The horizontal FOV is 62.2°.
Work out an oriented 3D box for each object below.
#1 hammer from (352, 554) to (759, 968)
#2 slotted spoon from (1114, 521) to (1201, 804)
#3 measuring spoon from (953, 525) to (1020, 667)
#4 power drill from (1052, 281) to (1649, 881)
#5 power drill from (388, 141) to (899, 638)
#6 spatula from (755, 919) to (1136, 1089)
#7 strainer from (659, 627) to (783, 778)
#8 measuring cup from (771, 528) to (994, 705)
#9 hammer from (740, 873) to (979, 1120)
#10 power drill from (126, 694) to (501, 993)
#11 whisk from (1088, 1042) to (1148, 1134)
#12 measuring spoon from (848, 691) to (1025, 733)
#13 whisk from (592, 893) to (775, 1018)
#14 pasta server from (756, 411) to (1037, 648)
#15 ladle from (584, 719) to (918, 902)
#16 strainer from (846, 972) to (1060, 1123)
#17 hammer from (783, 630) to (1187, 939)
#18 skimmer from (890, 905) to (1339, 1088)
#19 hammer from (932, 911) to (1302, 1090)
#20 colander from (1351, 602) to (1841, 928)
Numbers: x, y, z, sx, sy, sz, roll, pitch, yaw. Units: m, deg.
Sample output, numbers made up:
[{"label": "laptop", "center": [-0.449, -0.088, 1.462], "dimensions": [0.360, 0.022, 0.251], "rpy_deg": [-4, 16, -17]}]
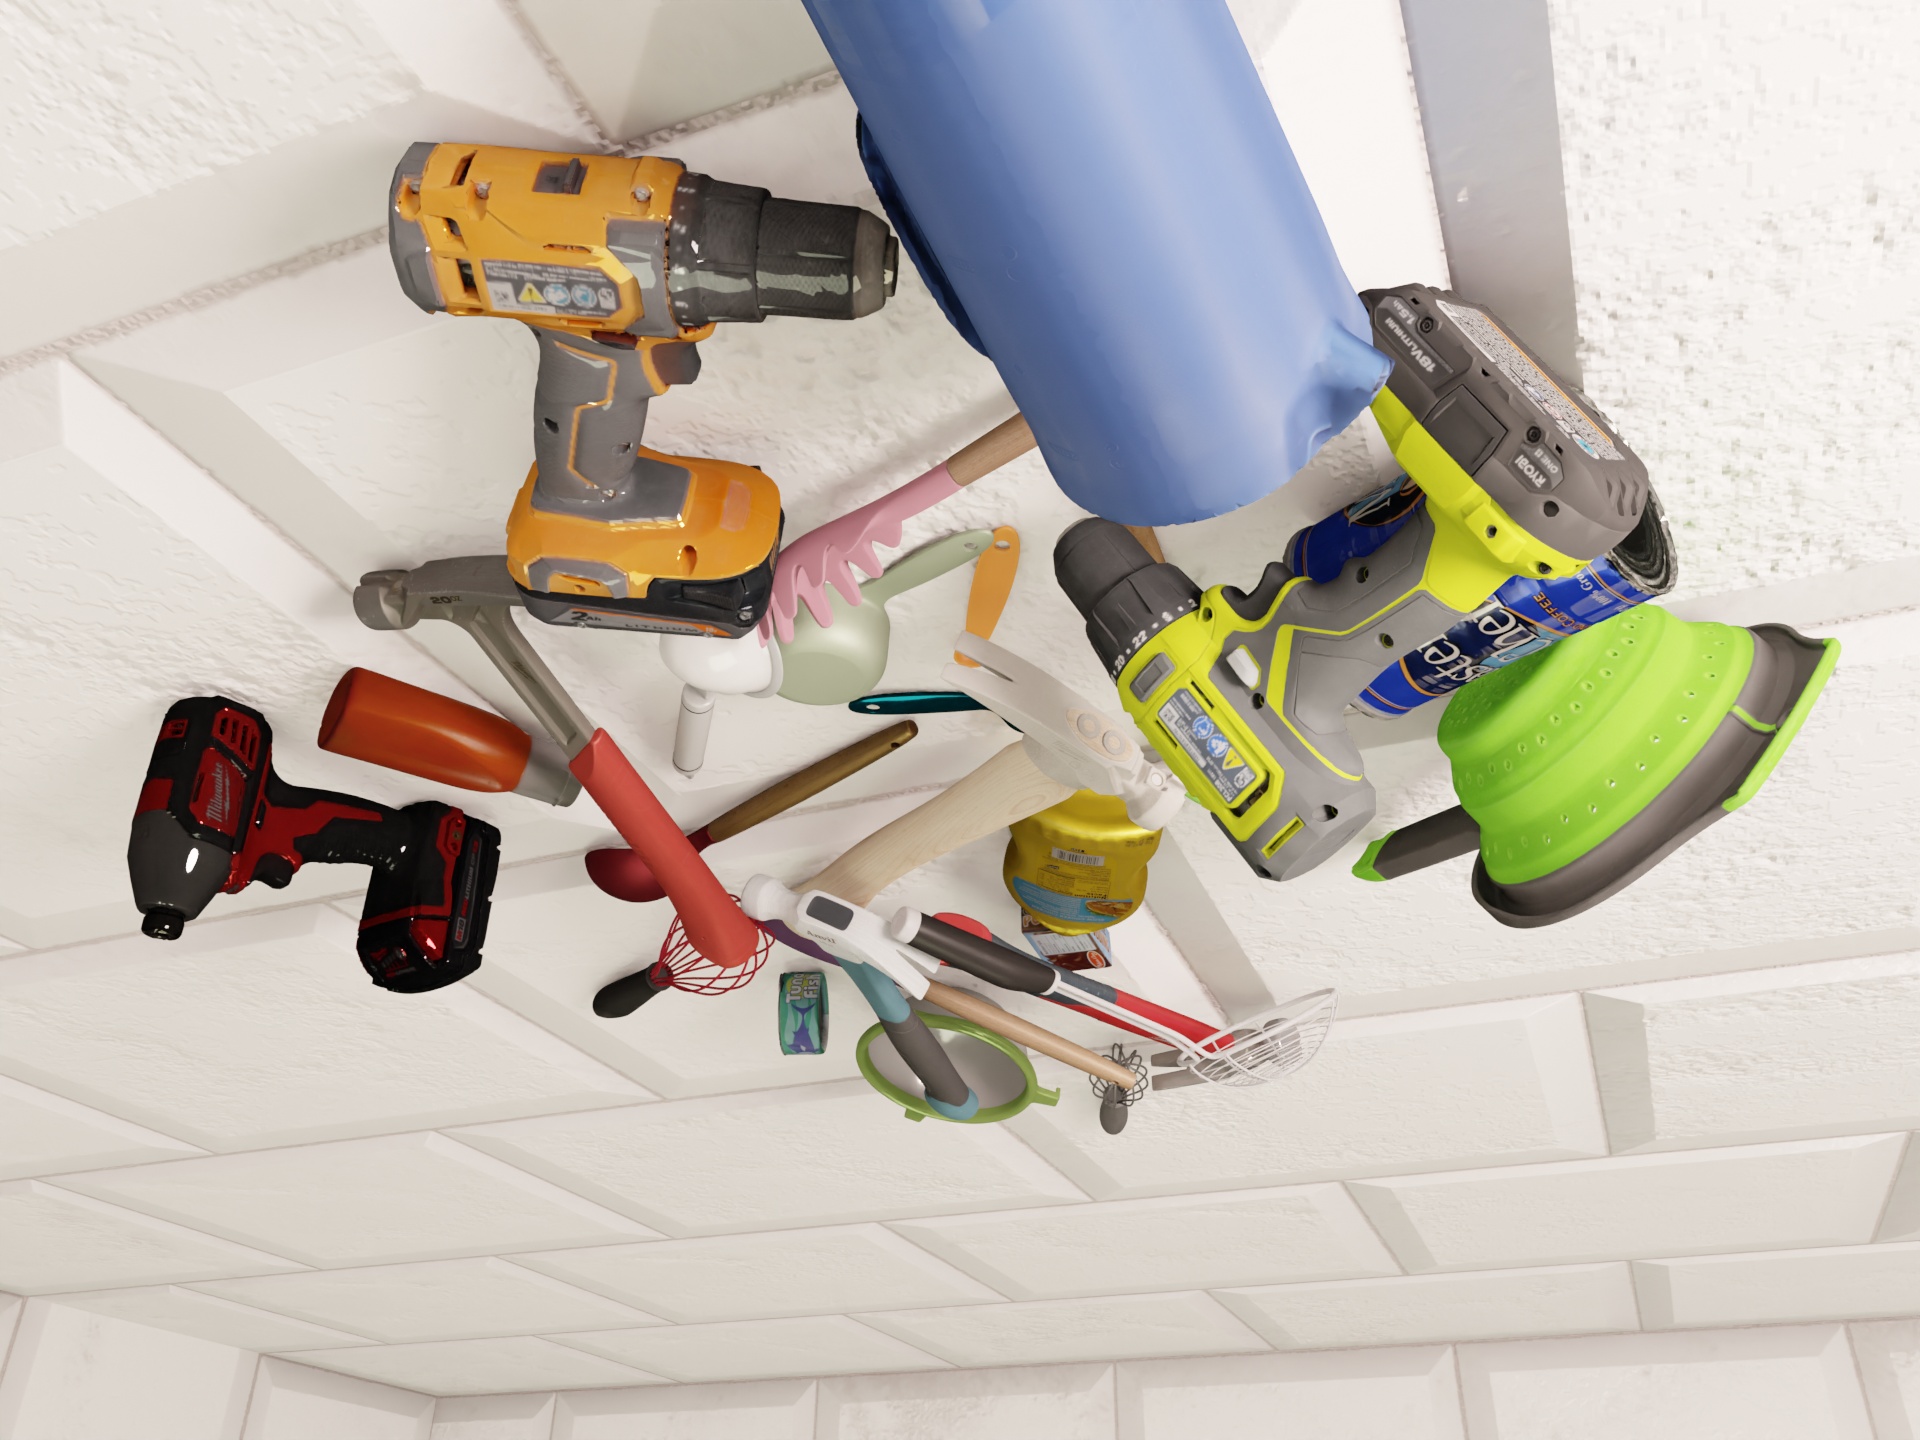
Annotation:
[{"label": "hammer", "center": [-0.191, 0.038, 0.916], "dimensions": [0.149, 0.037, 0.358], "rpy_deg": [1, 142, 23]}, {"label": "slotted spoon", "center": [0.119, -0.040, 0.859], "dimensions": [0.070, 0.031, 0.313], "rpy_deg": [-10, 145, 16]}, {"label": "measuring spoon", "center": [0.014, -0.066, 0.838], "dimensions": [0.021, 0.011, 0.116], "rpy_deg": [8, 144, -6]}, {"label": "power drill", "center": [0.149, -0.069, 0.676], "dimensions": [0.080, 0.191, 0.228], "rpy_deg": [-10, 147, -49]}, {"label": "power drill", "center": [-0.118, -0.131, 0.660], "dimensions": [0.185, 0.084, 0.226], "rpy_deg": [4, 144, 1]}, {"label": "spatula", "center": [-0.016, 0.205, 1.183], "dimensions": [0.316, 0.018, 0.059], "rpy_deg": [24, 147, 1]}, {"label": "strainer", "center": [-0.145, -0.015, 0.880], "dimensions": [0.087, 0.050, 0.258], "rpy_deg": [43, 154, 7]}, {"label": "measuring cup", "center": [-0.045, -0.052, 0.828], "dimensions": [0.083, 0.038, 0.167], "rpy_deg": [28, 142, -37]}, {"label": "hammer", "center": [-0.046, 0.215, 1.155], "dimensions": [0.128, 0.033, 0.330], "rpy_deg": [15, 151, 26]}, {"label": "power drill", "center": [-0.397, 0.089, 0.974], "dimensions": [0.078, 0.143, 0.219], "rpy_deg": [-17, 146, 31]}, {"label": "whisk", "center": [0.146, 0.352, 1.480], "dimensions": [0.055, 0.055, 0.238], "rpy_deg": [-1, 153, 3]}, {"label": "measuring spoon", "center": [-0.001, -0.003, 0.924], "dimensions": [0.128, 0.021, 0.042], "rpy_deg": [-1, 148, 1]}, {"label": "whisk", "center": [-0.223, 0.193, 1.224], "dimensions": [0.073, 0.073, 0.296], "rpy_deg": [19, 150, -27]}, {"label": "pasta server", "center": [0.023, -0.116, 0.708], "dimensions": [0.316, 0.040, 0.060], "rpy_deg": [-27, 176, 29]}, {"label": "ladle", "center": [-0.142, 0.063, 1.036], "dimensions": [0.315, 0.031, 0.069], "rpy_deg": [-28, 135, 35]}, {"label": "strainer", "center": [-0.032, 0.229, 1.284], "dimensions": [0.151, 0.069, 0.256], "rpy_deg": [-15, 128, 29]}, {"label": "hammer", "center": [-0.032, 0.067, 0.983], "dimensions": [0.146, 0.038, 0.410], "rpy_deg": [34, 148, -14]}, {"label": "skimmer", "center": [0.111, 0.175, 1.107], "dimensions": [0.363, 0.090, 0.127], "rpy_deg": [26, 145, -25]}, {"label": "hammer", "center": [0.099, 0.220, 1.217], "dimensions": [0.143, 0.038, 0.386], "rpy_deg": [-23, 144, 36]}, {"label": "colander", "center": [0.294, 0.022, 0.888], "dimensions": [0.094, 0.204, 0.397], "rpy_deg": [41, 159, -1]}]
